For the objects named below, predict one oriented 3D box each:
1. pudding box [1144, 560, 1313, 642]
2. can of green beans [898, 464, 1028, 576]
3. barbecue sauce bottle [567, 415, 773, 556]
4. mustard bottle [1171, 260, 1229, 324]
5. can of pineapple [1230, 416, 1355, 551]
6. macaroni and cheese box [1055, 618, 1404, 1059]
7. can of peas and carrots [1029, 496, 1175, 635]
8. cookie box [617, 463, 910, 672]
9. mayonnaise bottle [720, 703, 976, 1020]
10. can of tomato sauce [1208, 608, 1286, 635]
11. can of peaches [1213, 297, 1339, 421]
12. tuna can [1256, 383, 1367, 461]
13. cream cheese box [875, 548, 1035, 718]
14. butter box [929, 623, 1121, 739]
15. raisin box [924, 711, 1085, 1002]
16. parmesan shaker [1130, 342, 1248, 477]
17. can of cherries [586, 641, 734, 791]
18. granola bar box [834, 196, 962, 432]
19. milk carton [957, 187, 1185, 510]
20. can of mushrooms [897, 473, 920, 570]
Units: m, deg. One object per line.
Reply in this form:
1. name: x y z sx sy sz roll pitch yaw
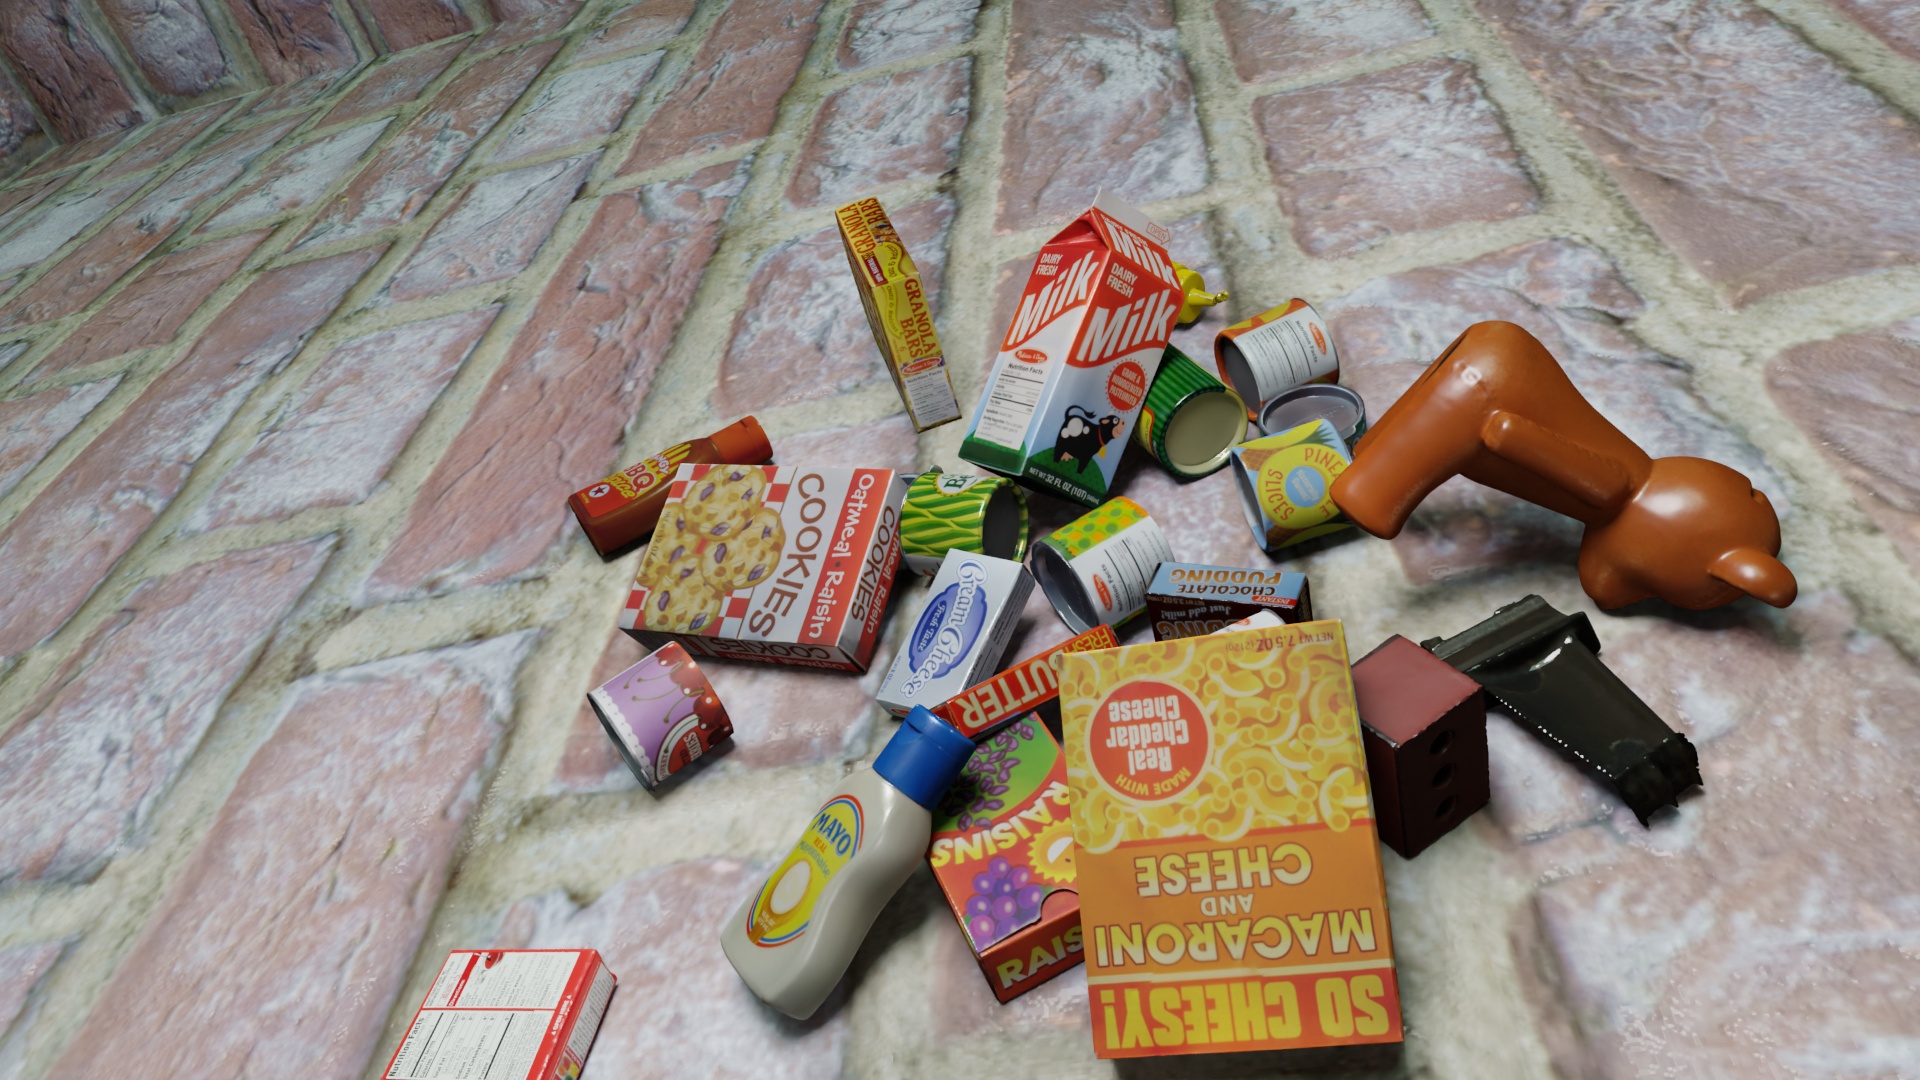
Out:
1. pudding box: 0.145 0.042 0.747 0.083 0.049 0.030 5 40 29
2. can of green beans: 0.003 -0.008 0.864 0.058 0.071 0.071 5 41 30
3. barbecue sauce bottle: -0.212 -0.044 1.029 0.149 0.043 0.065 -29 35 -15
4. mustard bottle: 0.135 -0.191 1.066 0.160 0.048 0.065 17 49 39
5. can of pineapple: 0.195 -0.032 0.808 0.058 0.070 0.071 -18 35 3
6. macaroni and cheese box: 0.111 0.125 0.583 0.123 0.040 0.167 -9 73 15
7. can of peas and carrots: 0.082 0.016 0.797 0.059 0.070 0.071 -29 36 -16
8. cookie box: -0.121 0.014 0.879 0.167 0.040 0.123 3 63 27
9. mayonnaise bottle: -0.050 0.147 0.654 0.148 0.041 0.065 -54 36 -6
10. can of tomato sauce: 0.129 0.082 0.687 0.083 0.071 0.071 -23 35 -5
11. can of peaches: 0.208 -0.119 0.923 0.058 0.071 0.071 -24 35 -7
12. tuna can: 0.223 -0.066 0.871 0.071 0.032 0.071 -12 36 9
13. cream cheese box: -0.002 0.056 0.792 0.053 0.024 0.104 10 61 32
14. butter box: 0.032 0.078 0.736 0.104 0.024 0.053 -24 -6 -22
15. raisin box: 0.028 0.147 0.666 0.086 0.040 0.124 -24 36 -9
16. parmesan shaker: 0.134 -0.094 0.915 0.071 0.071 0.103 -25 36 -9
17. can of cherries: -0.170 0.102 0.797 0.058 0.071 0.071 -33 37 -21
18. granola bar box: -0.050 -0.176 1.064 0.039 0.123 0.166 -20 35 -3
19. milk carton: 0.078 -0.123 0.887 0.073 0.072 0.190 21 89 54
20. can of mushrooms: -0.042 -0.012 0.918 0.071 0.033 0.071 -12 36 9
